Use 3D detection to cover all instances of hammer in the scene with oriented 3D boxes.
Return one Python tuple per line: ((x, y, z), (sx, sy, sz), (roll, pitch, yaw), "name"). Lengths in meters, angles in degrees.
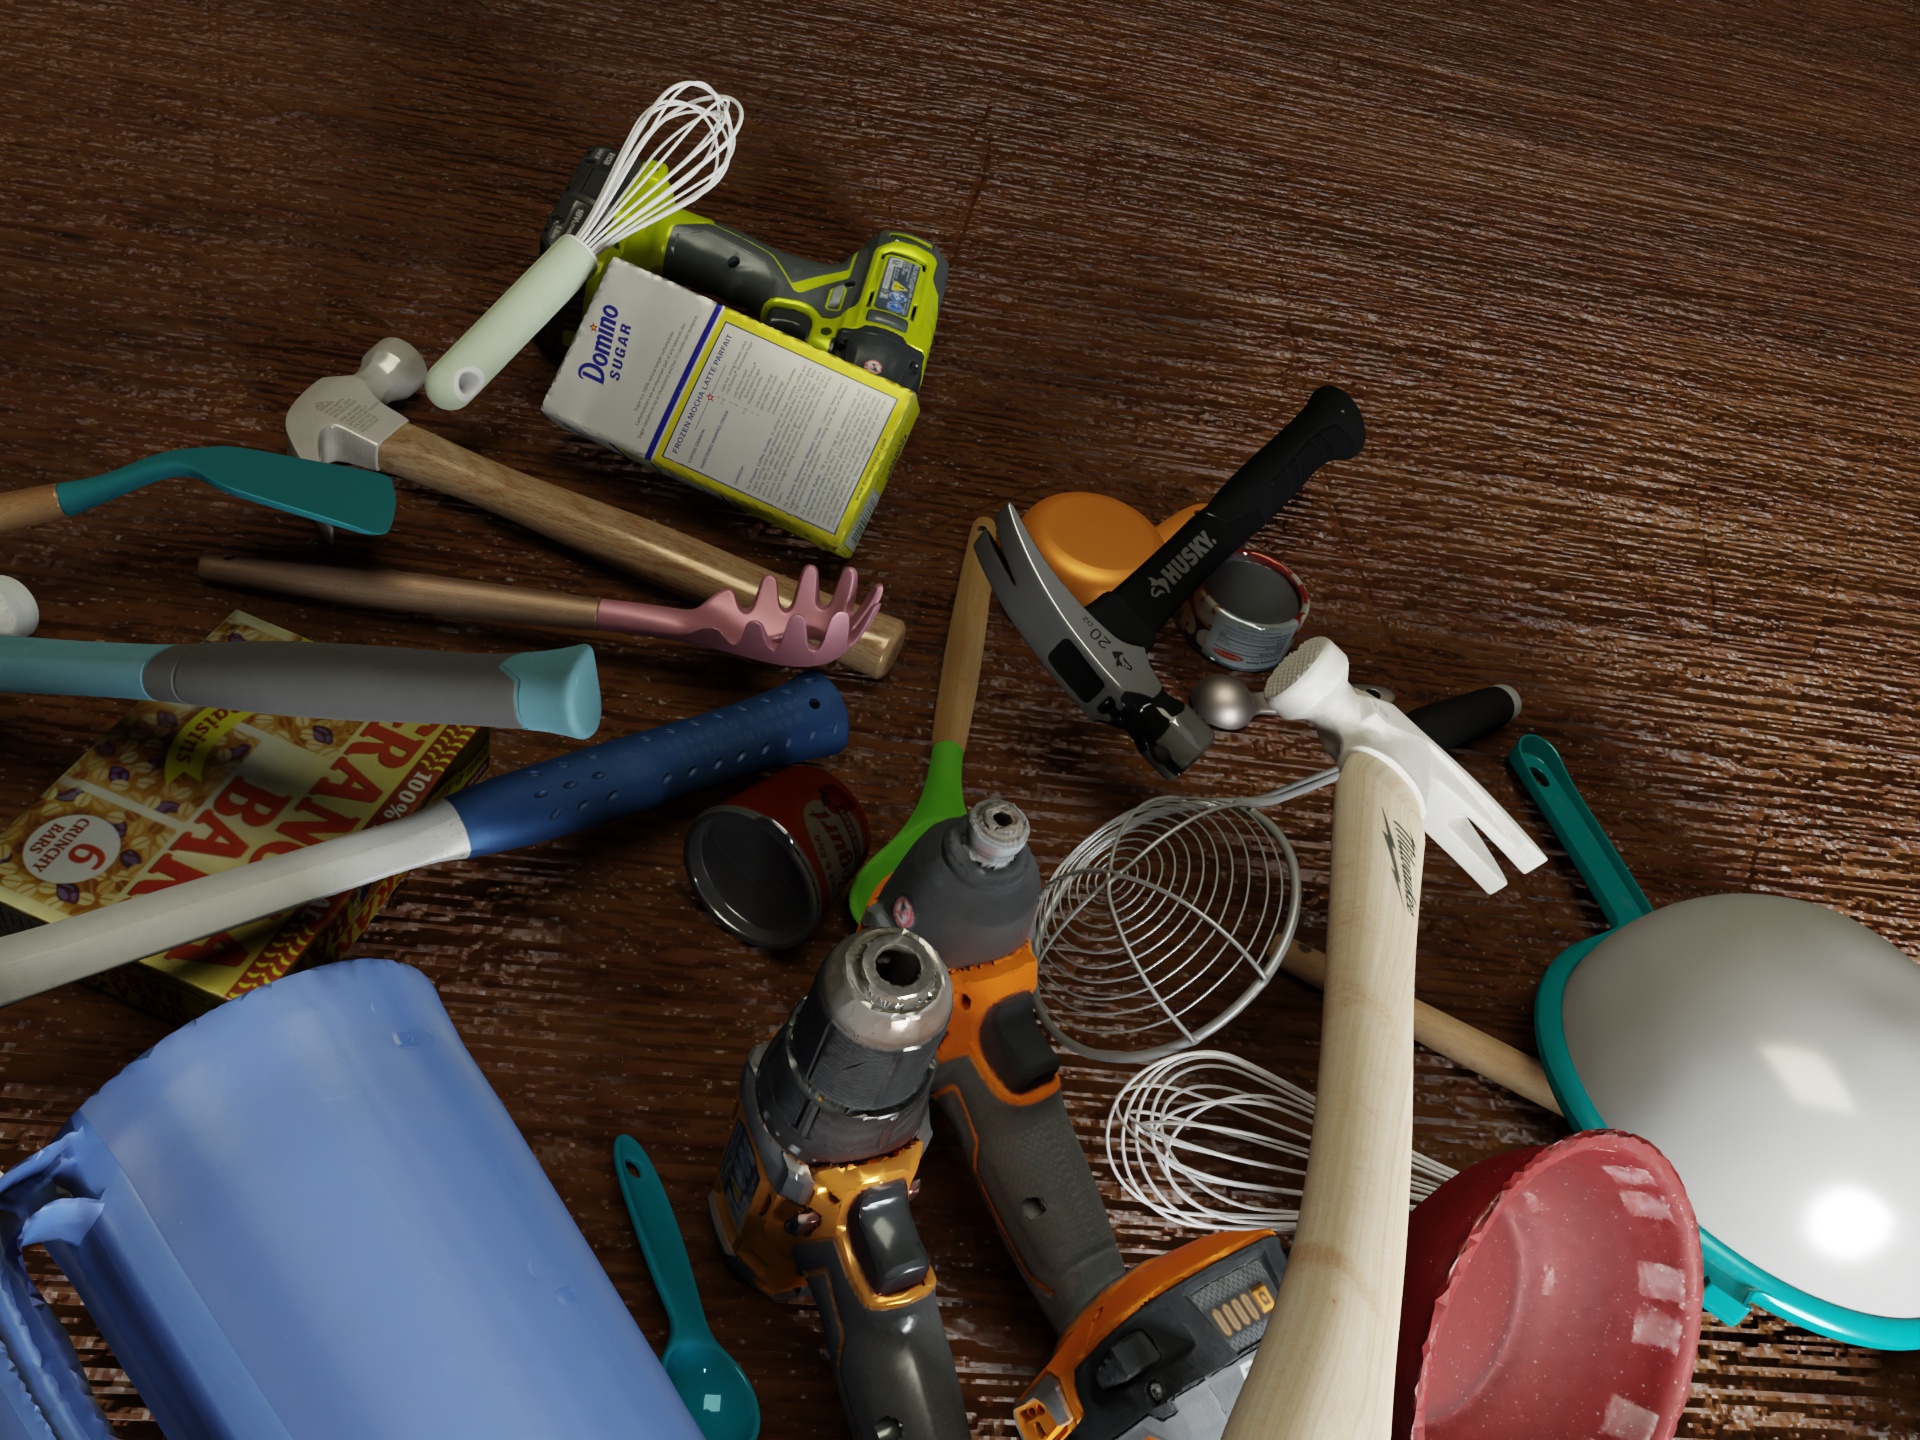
((-0.185, -0.096, 0.802), (0.331, 0.031, 0.130), (23, 45, 5), "hammer")
((-0.284, -0.018, 0.597), (0.331, 0.033, 0.128), (3, 24, 15), "hammer")
((0.146, 0.120, 0.548), (0.146, 0.038, 0.411), (42, 34, -10), "hammer")
((0.136, -0.108, 0.843), (0.146, 0.035, 0.335), (45, 46, 2), "hammer")
((-0.202, 0.050, 0.610), (0.405, 0.035, 0.144), (-19, 70, -43), "hammer")

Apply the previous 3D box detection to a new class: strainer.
((0.348, 0.101, 0.715), (0.211, 0.095, 0.341), (7, 40, -20), "strainer")

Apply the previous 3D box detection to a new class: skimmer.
((0.174, 0.056, 0.755), (0.363, 0.090, 0.127), (-16, 13, -43), "skimmer")

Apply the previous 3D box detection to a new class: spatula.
((-0.414, -0.079, 0.692), (0.317, 0.044, 0.082), (-14, 31, -11), "spatula")

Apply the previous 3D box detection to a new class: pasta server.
((-0.195, -0.060, 0.743), (0.316, 0.040, 0.060), (7, 28, -2), "pasta server")

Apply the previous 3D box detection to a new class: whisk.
((-0.198, -0.255, 0.847), (0.059, 0.057, 0.246), (24, 66, 32), "whisk")
((0.193, 0.189, 0.632), (0.284, 0.070, 0.070), (16, 45, -8), "whisk")

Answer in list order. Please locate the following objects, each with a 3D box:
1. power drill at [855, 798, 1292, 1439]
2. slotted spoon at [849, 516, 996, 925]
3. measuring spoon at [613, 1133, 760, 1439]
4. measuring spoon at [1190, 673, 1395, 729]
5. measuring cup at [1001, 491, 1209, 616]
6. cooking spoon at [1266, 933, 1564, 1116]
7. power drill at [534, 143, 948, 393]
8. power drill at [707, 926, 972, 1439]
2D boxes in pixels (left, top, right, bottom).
((0.032, 0.144, 0.550), (0.084, 0.164, 0.227), (-15, 56, -31), "power drill")
((-0.001, -0.002, 0.773), (0.070, 0.031, 0.314), (2, 43, 6), "slotted spoon")
((-0.106, 0.201, 0.555), (0.042, 0.021, 0.129), (31, 19, -45), "measuring spoon")
((0.180, -0.015, 0.845), (0.124, 0.018, 0.034), (-3, 48, -20), "measuring spoon")
((0.096, -0.101, 0.876), (0.095, 0.052, 0.173), (40, 51, 21), "measuring cup")
((0.281, 0.173, 0.694), (0.319, 0.017, 0.069), (27, 34, 11), "cooking spoon")
((-0.126, -0.243, 0.930), (0.223, 0.080, 0.171), (16, 50, -6), "power drill")
((-0.011, 0.188, 0.482), (0.084, 0.185, 0.226), (-9, 54, -26), "power drill")
